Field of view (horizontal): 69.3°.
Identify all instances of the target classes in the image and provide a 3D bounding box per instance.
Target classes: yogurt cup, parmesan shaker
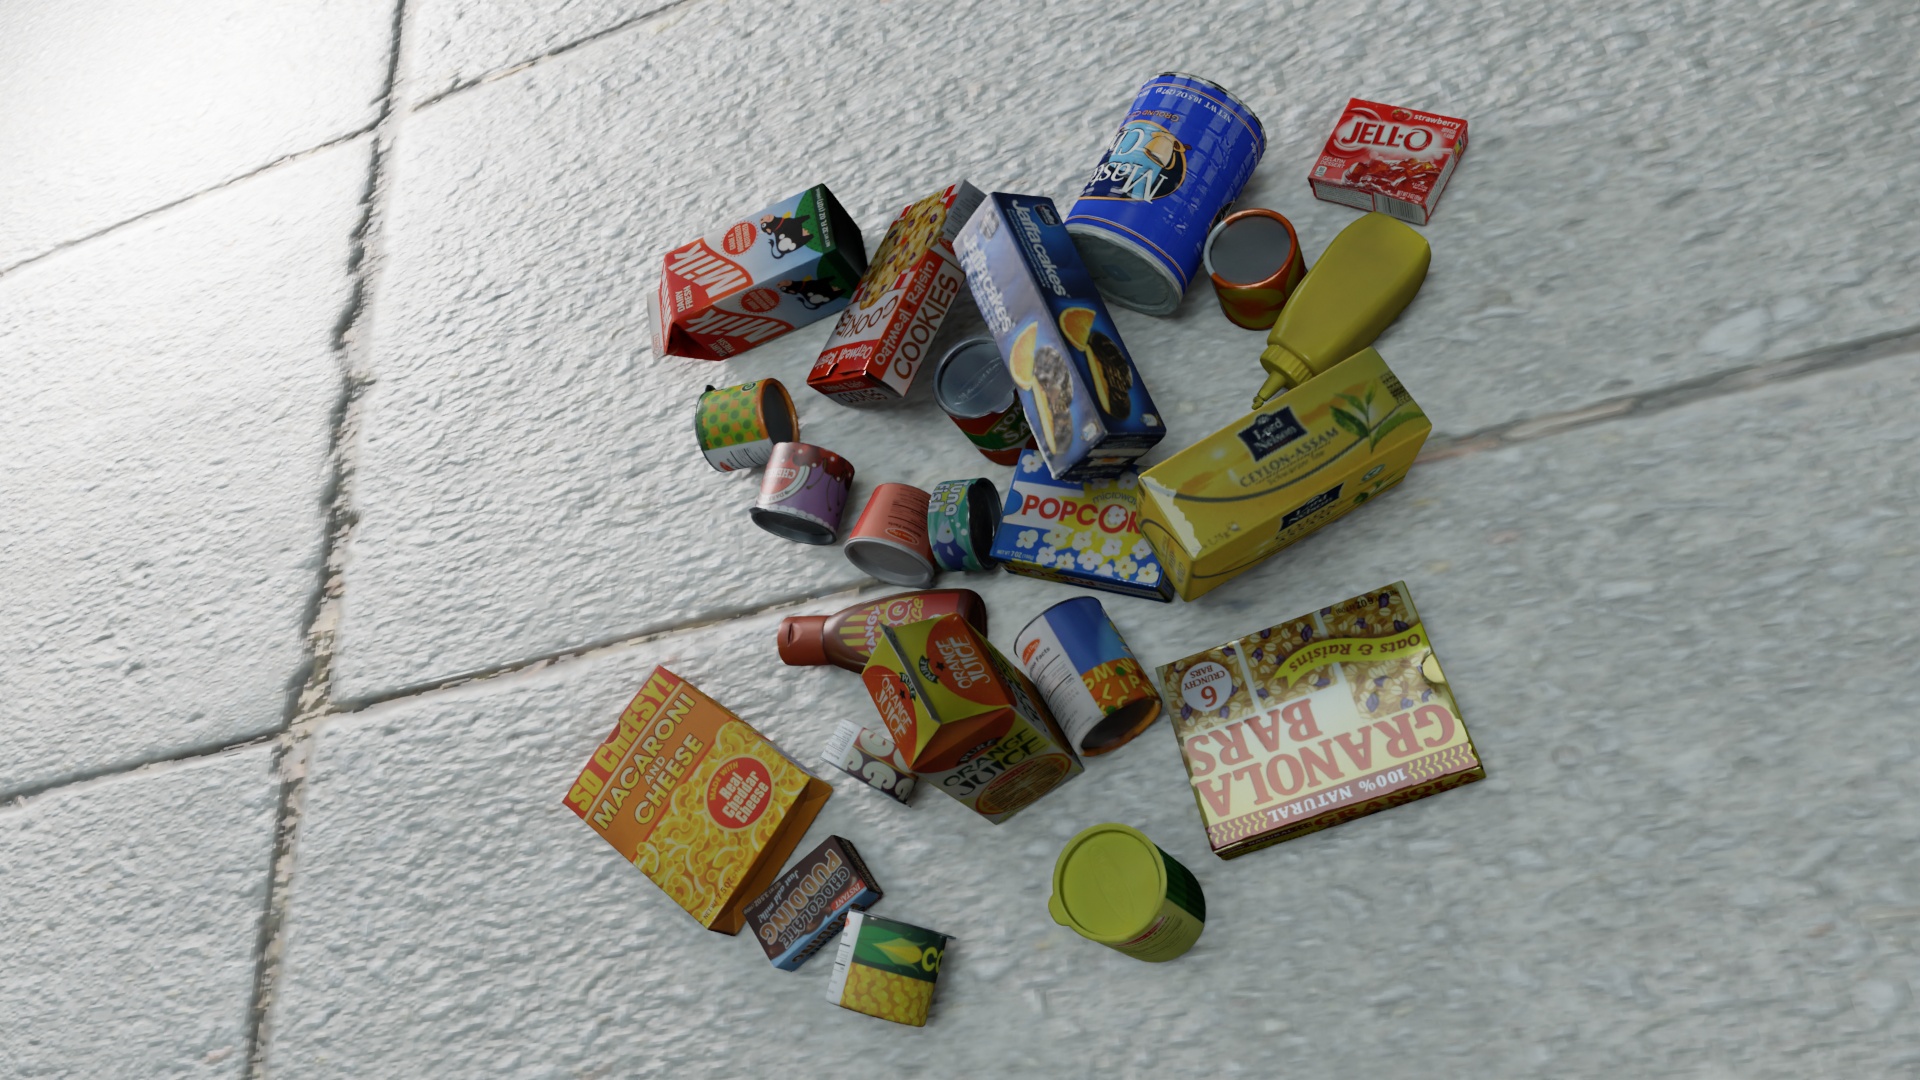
[{"bbox_3d":[-0.044,-0.006,1.003,0.072,0.072,0.054,6,63,25],"label":"yogurt cup"},{"bbox_3d":[0.099,0.211,0.821,0.071,0.103,0.071,-9,65,19],"label":"parmesan shaker"}]

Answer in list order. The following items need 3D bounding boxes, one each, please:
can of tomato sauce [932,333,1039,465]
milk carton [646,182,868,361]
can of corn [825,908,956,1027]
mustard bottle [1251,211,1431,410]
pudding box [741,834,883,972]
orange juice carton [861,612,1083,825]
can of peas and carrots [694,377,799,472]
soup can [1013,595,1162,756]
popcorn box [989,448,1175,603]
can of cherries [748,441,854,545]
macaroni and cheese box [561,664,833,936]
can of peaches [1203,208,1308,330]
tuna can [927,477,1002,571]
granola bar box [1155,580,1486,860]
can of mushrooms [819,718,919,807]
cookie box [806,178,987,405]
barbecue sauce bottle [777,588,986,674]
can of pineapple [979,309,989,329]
[{"bbox_3d":[0.027,-0.099,1.000,0.071,0.083,0.071,-9,65,20],"label":"can of tomato sauce"},{"bbox_3d":[-0.175,-0.211,1.142,0.190,0.073,0.072,-20,62,15],"label":"milk carton"},{"bbox_3d":[-0.044,0.271,0.879,0.071,0.071,0.058,7,72,26],"label":"can of corn"},{"bbox_3d":[0.250,-0.149,0.947,0.160,0.048,0.065,-48,61,-2],"label":"mustard bottle"},{"bbox_3d":[-0.099,0.244,0.934,0.083,0.030,0.050,-40,59,3],"label":"pudding box"},{"bbox_3d":[0.004,0.108,0.855,0.073,0.192,0.072,-34,58,6],"label":"orange juice carton"},{"bbox_3d":[-0.167,-0.093,1.090,0.058,0.071,0.071,-10,65,19],"label":"can of peas and carrots"},{"bbox_3d":[0.085,0.088,0.905,0.071,0.071,0.084,-35,60,6],"label":"soup can"},{"bbox_3d":[0.094,-0.011,0.960,0.127,0.038,0.085,10,73,26],"label":"popcorn box"},{"bbox_3d":[-0.119,-0.036,1.043,0.071,0.071,0.058,6,70,25],"label":"can of cherries"},{"bbox_3d":[-0.191,0.182,0.995,0.167,0.040,0.124,30,81,30],"label":"macaroni and cheese box"},{"bbox_3d":[0.211,-0.191,0.977,0.071,0.058,0.071,-9,64,20],"label":"can of peaches"},{"bbox_3d":[0.003,-0.012,0.980,0.033,0.071,0.071,-4,67,23],"label":"tuna can"},{"bbox_3d":[0.216,0.111,0.852,0.165,0.039,0.124,-22,61,14],"label":"granola bar box"},{"bbox_3d":[-0.057,0.150,0.939,0.071,0.071,0.033,22,78,29],"label":"can of mushrooms"},{"bbox_3d":[-0.046,-0.185,1.059,0.168,0.040,0.123,-63,24,-11],"label":"cookie box"},{"bbox_3d":[-0.057,0.069,0.986,0.148,0.043,0.065,-4,67,22],"label":"barbecue sauce bottle"},{"bbox_3d":[0.049,-0.193,1.044,0.058,0.071,0.071,-6,66,20],"label":"can of pineapple"}]
